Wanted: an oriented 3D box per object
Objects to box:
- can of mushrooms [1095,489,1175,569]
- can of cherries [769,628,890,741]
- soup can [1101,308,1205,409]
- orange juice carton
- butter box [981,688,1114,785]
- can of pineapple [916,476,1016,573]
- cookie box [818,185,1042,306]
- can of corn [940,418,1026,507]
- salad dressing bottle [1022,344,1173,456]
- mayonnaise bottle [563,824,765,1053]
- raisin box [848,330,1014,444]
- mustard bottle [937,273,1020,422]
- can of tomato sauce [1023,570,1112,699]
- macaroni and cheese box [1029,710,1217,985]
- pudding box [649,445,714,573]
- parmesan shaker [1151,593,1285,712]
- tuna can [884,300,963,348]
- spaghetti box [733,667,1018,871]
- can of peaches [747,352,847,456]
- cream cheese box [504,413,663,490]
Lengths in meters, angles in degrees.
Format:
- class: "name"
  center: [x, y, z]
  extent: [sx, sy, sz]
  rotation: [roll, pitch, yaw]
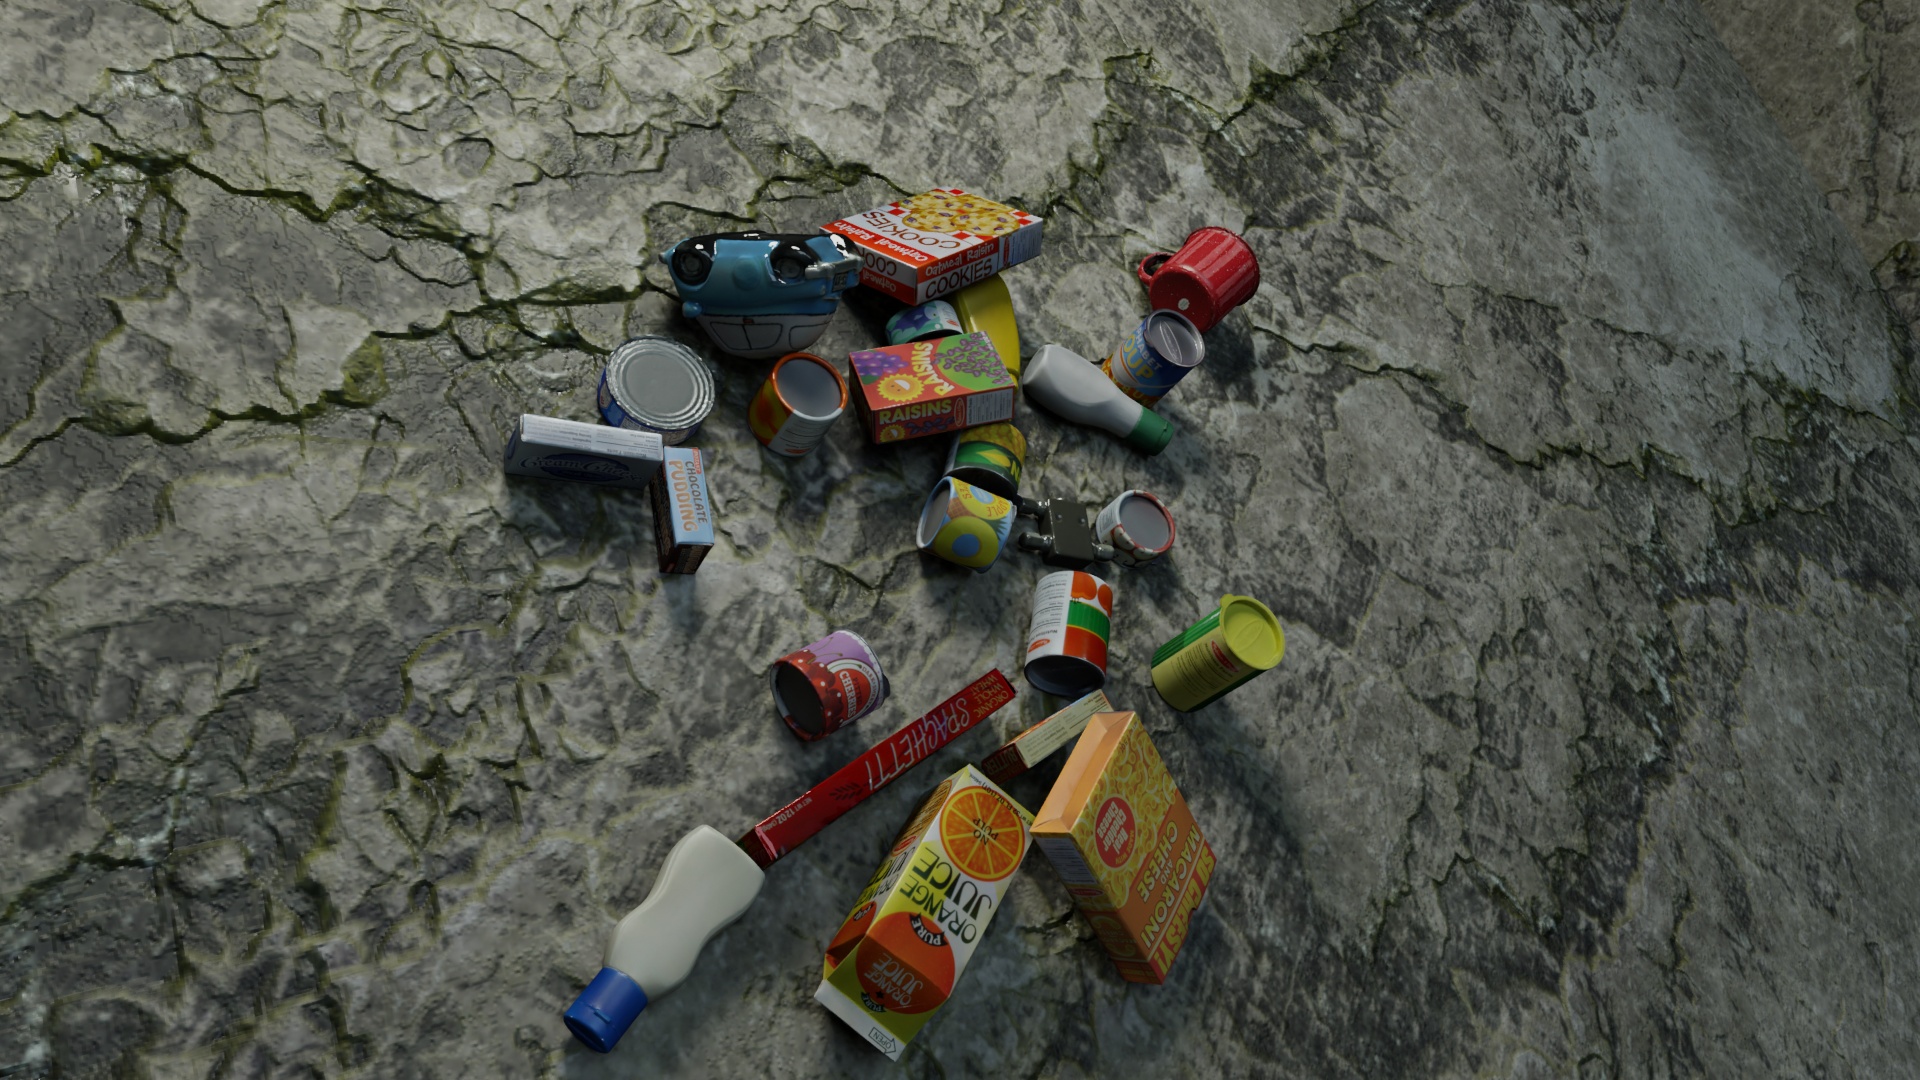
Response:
- class: "can of mushrooms"
  center: [0.161, -0.009, 1.257]
  extent: [0.071, 0.033, 0.071]
  rotation: [15, 56, -23]
- class: "can of cherries"
  center: [-0.095, 0.106, 1.012]
  extent: [0.058, 0.071, 0.071]
  rotation: [-24, 77, -38]
- class: "soup can"
  center: [0.181, -0.172, 1.331]
  extent: [0.071, 0.083, 0.071]
  rotation: [15, 56, -23]
- class: "orange juice carton"
  center: [-0.026, 0.257, 0.963]
  extent: [0.072, 0.072, 0.194]
  rotation: [40, 51, -6]
- class: "butter box"
  center: [0.069, 0.154, 1.093]
  extent: [0.104, 0.053, 0.024]
  rotation: [-26, 82, -38]
- class: "can of pineapple"
  center: [0.004, -0.014, 1.143]
  extent: [0.058, 0.070, 0.071]
  rotation: [22, 54, -19]
- class: "cookie box"
  center: [-0.027, -0.268, 1.255]
  extent: [0.123, 0.040, 0.168]
  rotation: [28, 41, 33]
- class: "can of corn"
  center: [0.023, -0.063, 1.183]
  extent: [0.071, 0.071, 0.058]
  rotation: [25, 53, -17]
- class: "salad dressing bottle"
  center: [0.130, -0.129, 1.303]
  extent: [0.147, 0.043, 0.064]
  rotation: [29, 50, -15]
- class: "mayonnaise bottle"
  center: [-0.191, 0.255, 0.888]
  extent: [0.065, 0.041, 0.149]
  rotation: [41, 51, -2]
- class: "raisin box"
  center: [-0.025, -0.130, 1.172]
  extent: [0.123, 0.039, 0.086]
  rotation: [-11, 45, -13]
- class: "mustard bottle"
  center: [0.022, -0.175, 1.262]
  extent: [0.065, 0.048, 0.161]
  rotation: [2, 63, -30]
- class: "can of tomato sauce"
  center: [0.091, 0.078, 1.144]
  extent: [0.071, 0.071, 0.083]
  rotation: [23, 53, -18]
- class: "macaroni and cheese box"
  center: [0.127, 0.231, 1.045]
  extent: [0.166, 0.040, 0.124]
  rotation: [59, 45, -25]
- class: "pudding box"
  center: [-0.208, -0.023, 1.034]
  extent: [0.030, 0.049, 0.084]
  rotation: [1, 63, -29]
- class: "parmesan shaker"
  center: [0.216, 0.096, 1.182]
  extent: [0.071, 0.102, 0.071]
  rotation: [15, 57, -24]
- class: "tuna can"
  center: [-0.034, -0.179, 1.222]
  extent: [0.071, 0.070, 0.033]
  rotation: [-5, 65, -33]
- class: "spaghetti box"
  center: [-0.057, 0.165, 1.014]
  extent: [0.251, 0.050, 0.029]
  rotation: [-29, 82, -39]
- class: "can of peaches"
  center: [-0.133, -0.113, 1.127]
  extent: [0.071, 0.057, 0.071]
  rotation: [14, 57, -23]
- class: "cream cheese box"
  center: [-0.275, -0.064, 1.017]
  extent: [0.104, 0.053, 0.024]
  rotation: [7, 62, -27]
